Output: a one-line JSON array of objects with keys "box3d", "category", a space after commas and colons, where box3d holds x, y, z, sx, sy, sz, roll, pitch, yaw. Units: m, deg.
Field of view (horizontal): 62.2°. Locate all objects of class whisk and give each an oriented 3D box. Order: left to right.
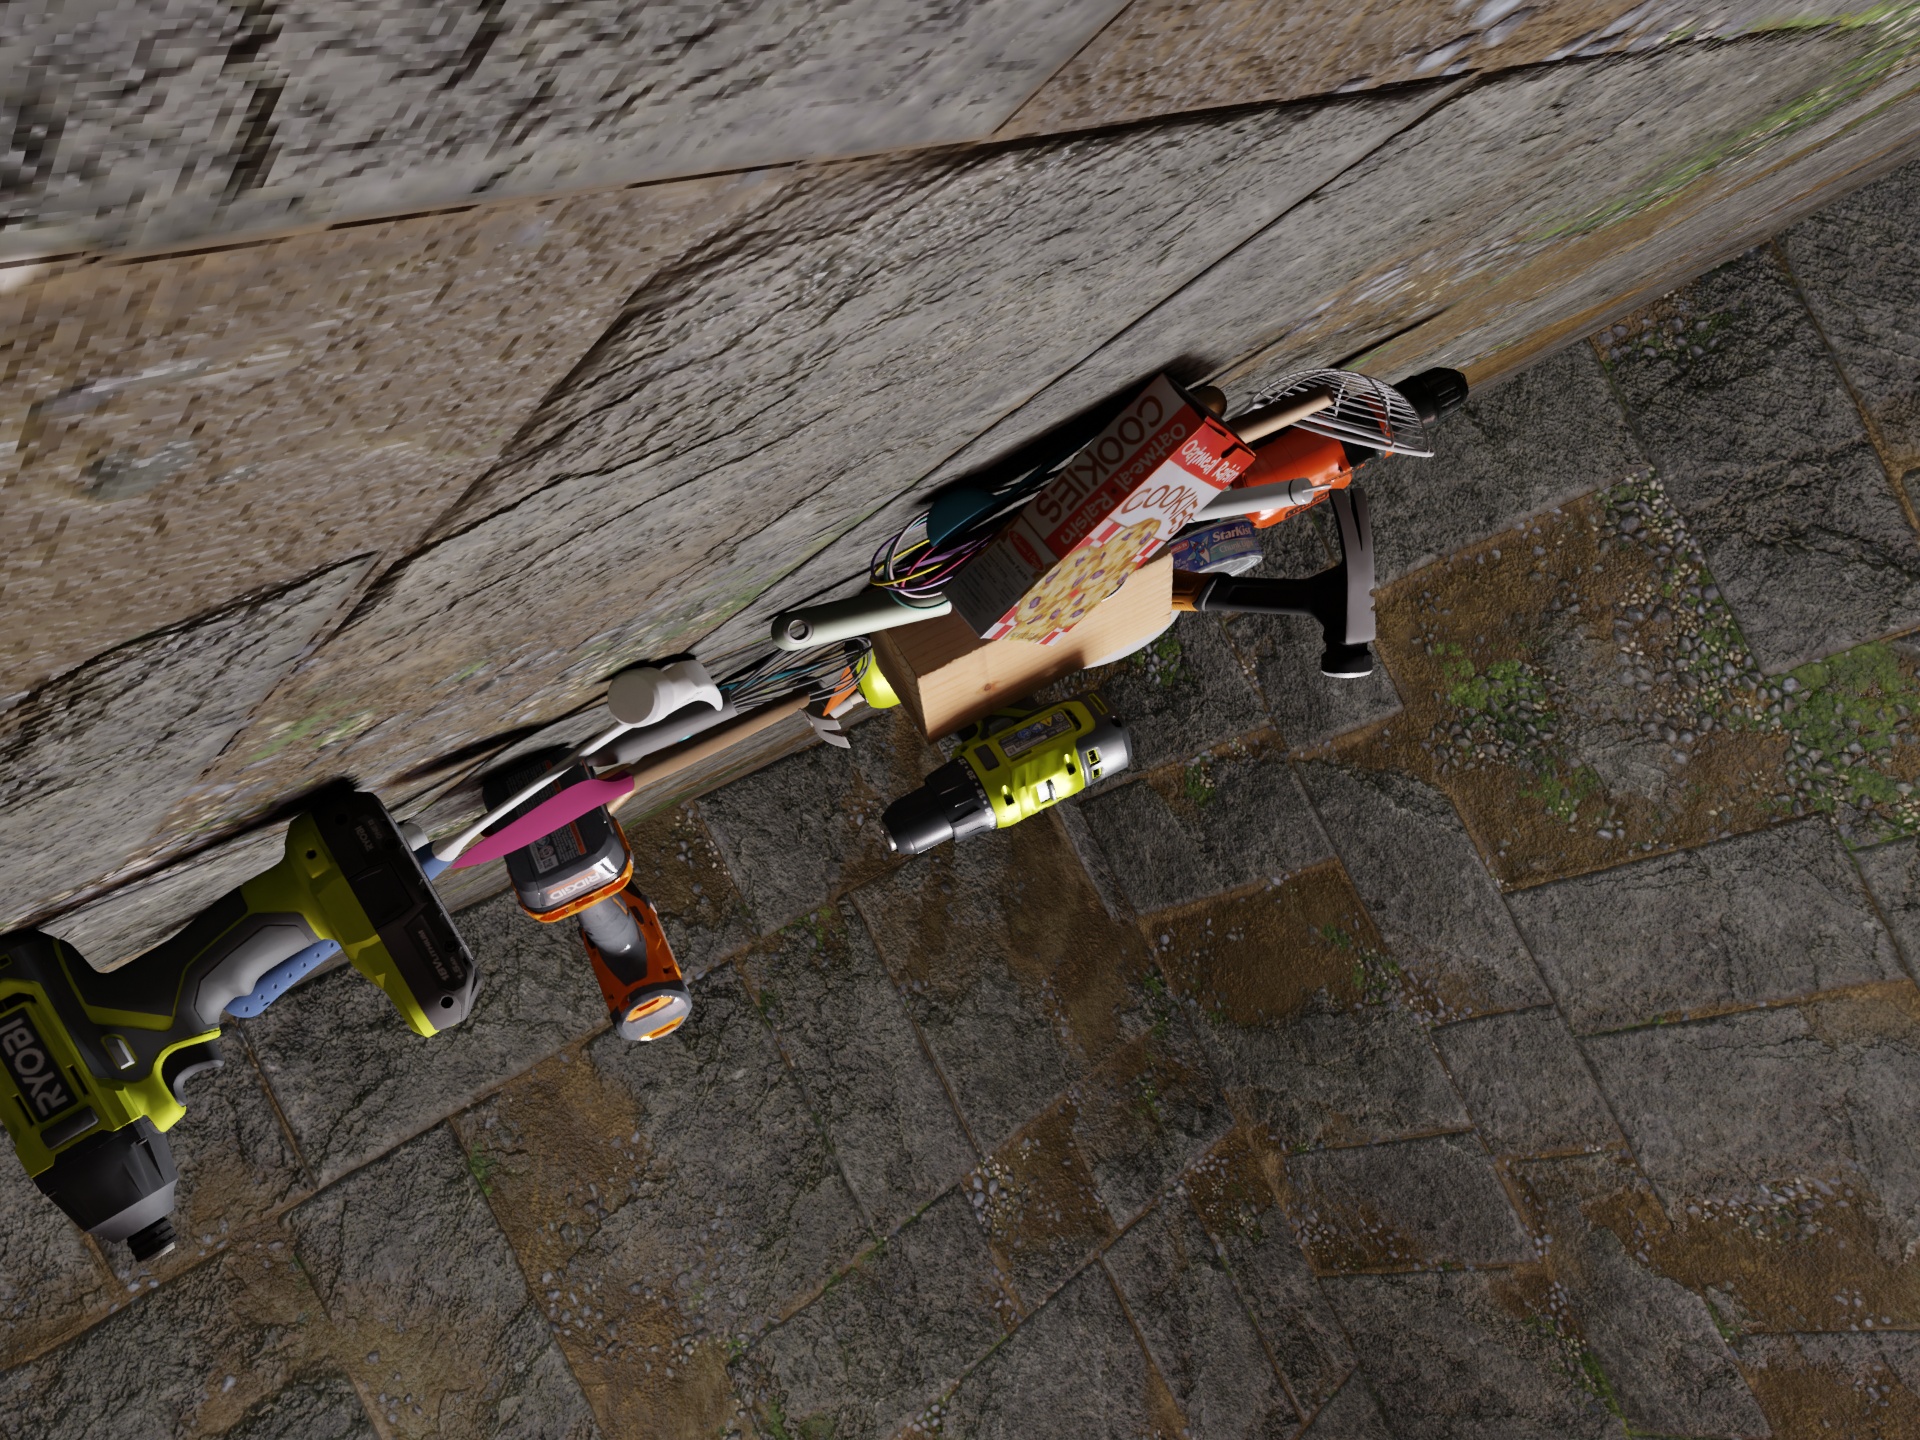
[{"box3d": [-0.173, -0.017, 1.197, 0.239, 0.055, 0.055, -22, 180, 0], "category": "whisk"}, {"box3d": [-0.003, -0.084, 1.034, 0.246, 0.058, 0.059, -14, -171, -8], "category": "whisk"}, {"box3d": [0.055, -0.132, 0.918, 0.245, 0.051, 0.047, -30, 175, -15], "category": "whisk"}]

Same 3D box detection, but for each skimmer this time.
[{"box3d": [0.144, -0.146, 1.101, 0.363, 0.090, 0.127, -26, -161, 3], "category": "skimmer"}]

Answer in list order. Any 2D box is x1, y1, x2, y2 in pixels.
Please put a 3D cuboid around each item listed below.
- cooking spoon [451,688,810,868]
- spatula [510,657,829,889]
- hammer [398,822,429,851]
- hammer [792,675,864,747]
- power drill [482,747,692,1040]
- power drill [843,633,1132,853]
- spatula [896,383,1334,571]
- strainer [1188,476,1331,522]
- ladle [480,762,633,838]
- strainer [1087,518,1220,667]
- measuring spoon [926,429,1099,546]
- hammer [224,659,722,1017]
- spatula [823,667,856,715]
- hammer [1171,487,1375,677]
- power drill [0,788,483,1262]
[{"box3d": [-0.200, 0.031, 1.036, 0.068, 0.017, 0.319, -36, 177, 38], "category": "cooking spoon"}, {"box3d": [-0.240, 0.040, 1.282, 0.317, 0.044, 0.082, -41, -177, 7], "category": "spatula"}, {"box3d": [-0.530, 0.159, 1.158, 0.331, 0.033, 0.128, -27, -179, 33], "category": "hammer"}, {"box3d": [0.029, -0.099, 1.582, 0.410, 0.038, 0.146, -30, -157, -9], "category": "hammer"}, {"box3d": [-0.279, 0.124, 1.201, 0.084, 0.164, 0.226, -25, 141, -10], "category": "power drill"}, {"box3d": [-0.002, -0.004, 1.218, 0.190, 0.229, 0.080, -25, 135, -9], "category": "power drill"}, {"box3d": [0.087, -0.145, 0.999, 0.316, 0.018, 0.060, -19, -172, 33], "category": "spatula"}, {"box3d": [0.170, -0.161, 1.211, 0.086, 0.050, 0.258, 0, 178, -45], "category": "strainer"}, {"box3d": [-0.325, 0.067, 1.299, 0.069, 0.031, 0.315, -31, -174, -33], "category": "ladle"}, {"box3d": [0.083, -0.076, 1.435, 0.340, 0.095, 0.211, -34, -160, -32], "category": "strainer"}, {"box3d": [0.028, -0.136, 0.874, 0.128, 0.021, 0.042, -37, -178, -27], "category": "measuring spoon"}, {"box3d": [-0.323, 0.078, 1.031, 0.405, 0.035, 0.144, -33, 179, 15], "category": "hammer"}, {"box3d": [-0.017, -0.094, 1.399, 0.322, 0.041, 0.081, -29, -168, 41], "category": "spatula"}, {"box3d": [0.171, -0.106, 1.194, 0.034, 0.127, 0.337, -8, -170, -35], "category": "hammer"}, {"box3d": [-0.366, 0.149, 0.805, 0.223, 0.171, 0.080, -30, -179, -16], "category": "power drill"}]
